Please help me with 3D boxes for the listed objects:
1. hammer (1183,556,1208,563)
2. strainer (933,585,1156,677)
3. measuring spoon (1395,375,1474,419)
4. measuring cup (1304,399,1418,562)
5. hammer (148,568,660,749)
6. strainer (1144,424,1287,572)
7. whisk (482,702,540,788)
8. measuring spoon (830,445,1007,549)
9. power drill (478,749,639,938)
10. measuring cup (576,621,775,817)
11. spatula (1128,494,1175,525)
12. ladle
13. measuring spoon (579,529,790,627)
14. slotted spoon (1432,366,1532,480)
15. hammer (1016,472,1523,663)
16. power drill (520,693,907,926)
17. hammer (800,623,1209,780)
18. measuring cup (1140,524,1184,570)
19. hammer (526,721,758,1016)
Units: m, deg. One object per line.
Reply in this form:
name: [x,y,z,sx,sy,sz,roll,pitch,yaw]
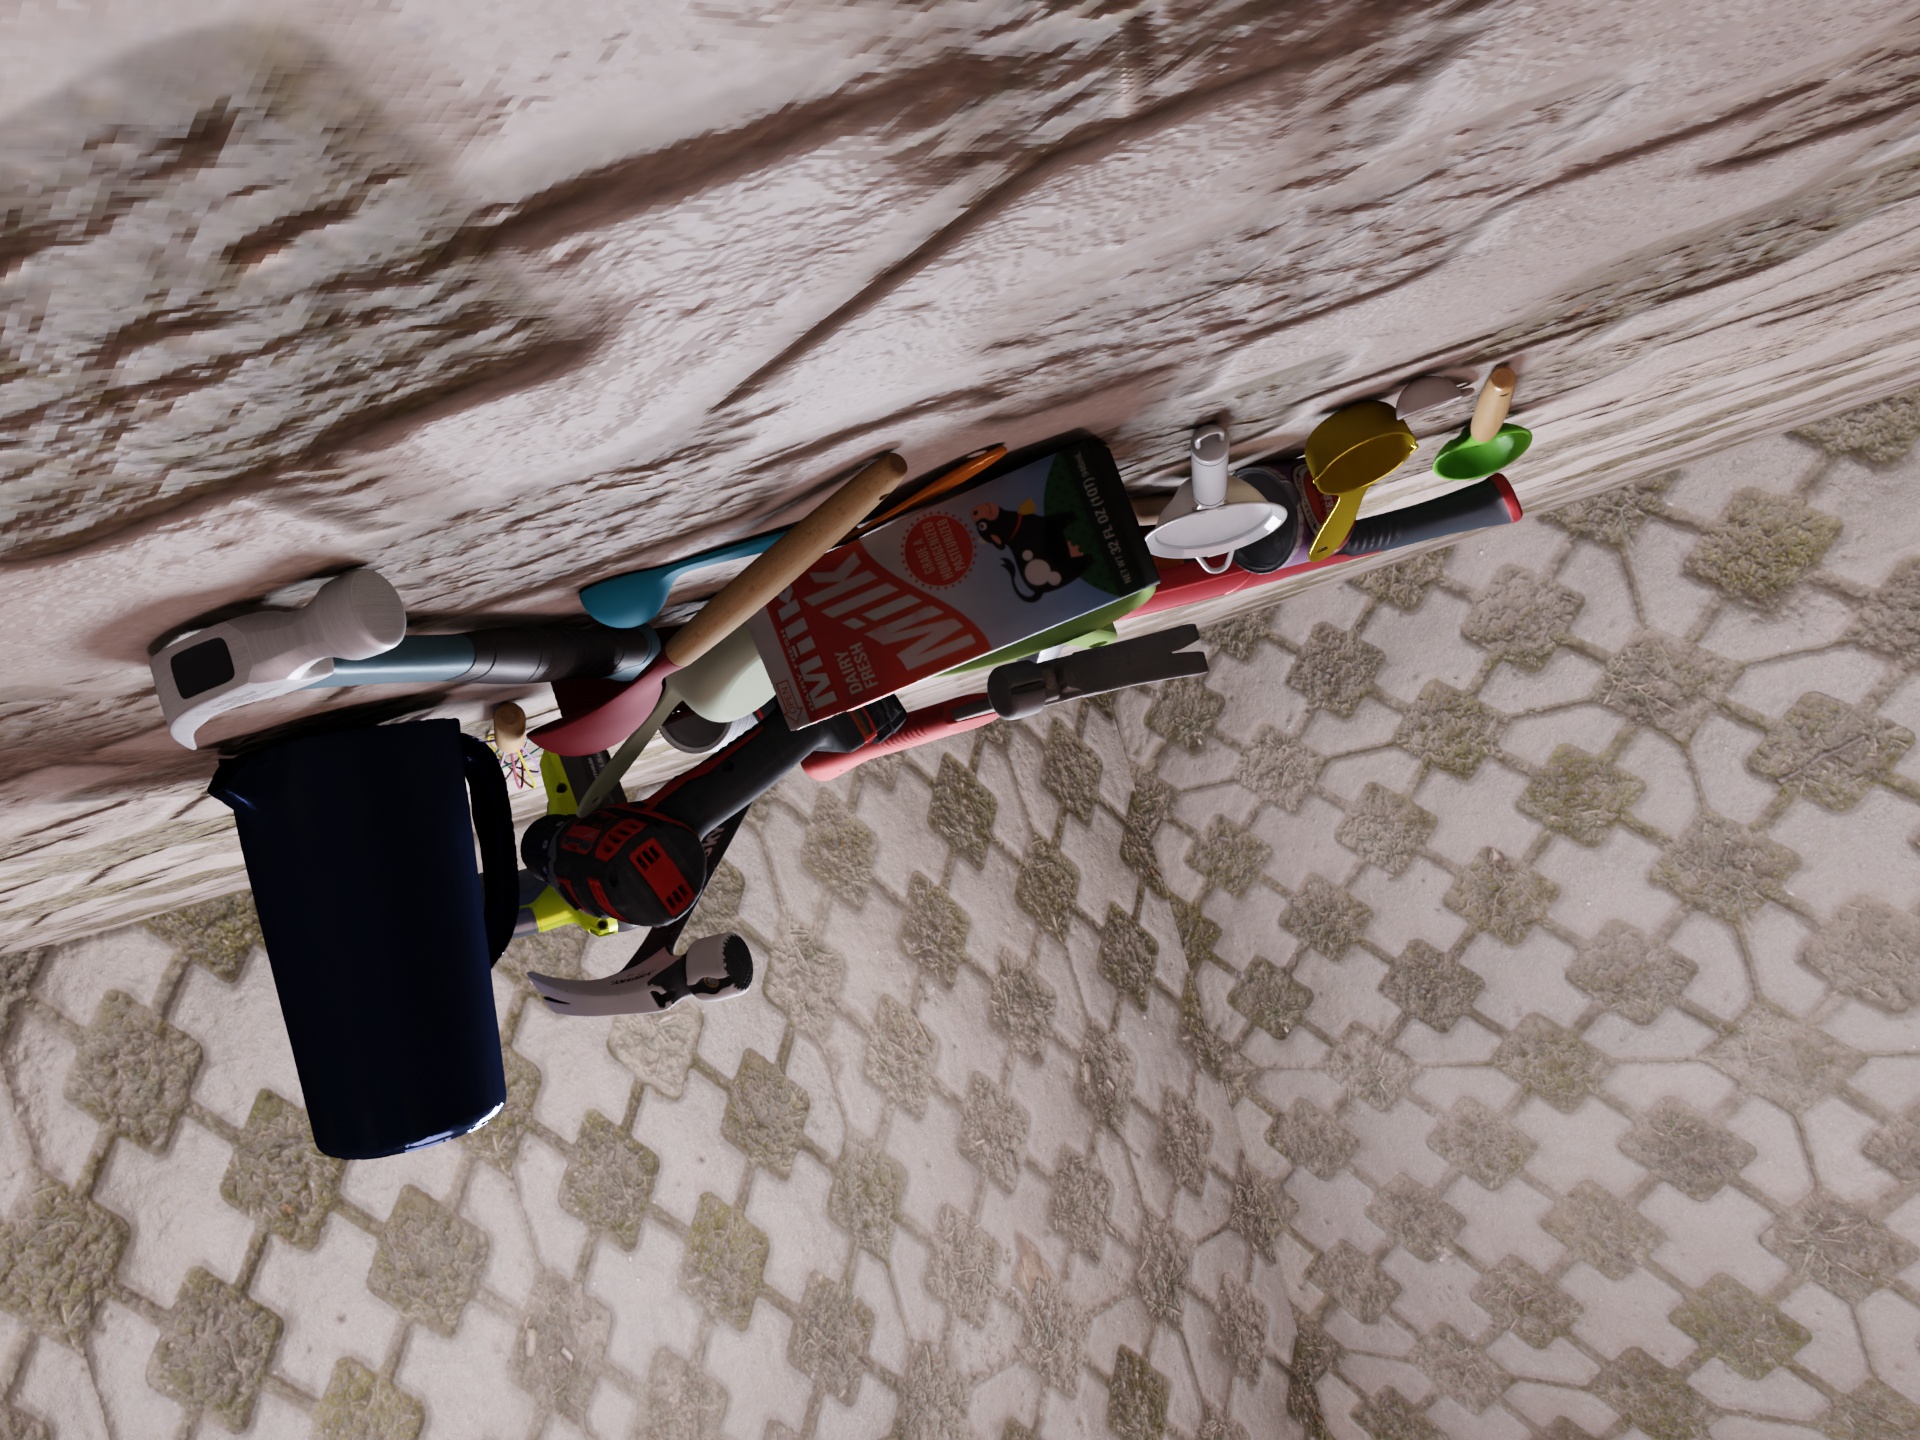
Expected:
hammer: [0.119,-0.108,1.521,0.146,0.035,0.335,-15,178,-34]
strainer: [0.042,-0.077,0.904,0.151,0.069,0.256,-20,174,18]
measuring spoon: [0.260,-0.179,0.862,0.034,0.018,0.124,-17,-175,29]
measuring cup: [0.215,-0.133,0.907,0.062,0.029,0.156,-19,162,-6]
hammer: [-0.219,-0.028,0.709,0.128,0.033,0.331,-18,178,15]
strainer: [0.139,-0.128,0.878,0.087,0.050,0.258,-12,174,8]
whisk: [-0.327,0.019,1.167,0.051,0.047,0.245,-15,175,-17]
measuring spoon: [-0.023,-0.100,0.707,0.117,0.011,0.021,-22,-178,42]
power drill: [-0.335,0.093,1.055,0.228,0.191,0.080,-19,170,-20]
measuring cup: [-0.151,0.001,0.885,0.167,0.038,0.083,-49,162,7]
spatula: [0.135,-0.134,1.009,0.060,0.018,0.316,-14,-179,30]
ladle: [-0.116,-0.043,0.729,0.069,0.031,0.315,-28,178,-44]
measuring spoon: [-0.111,-0.065,0.725,0.128,0.021,0.042,-15,179,7]
slotted spoon: [0.337,-0.190,1.013,0.070,0.031,0.313,-17,177,15]
hammer: [0.222,-0.104,1.107,0.386,0.038,0.143,-15,153,-19]
power drill: [-0.164,0.034,0.983,0.227,0.080,0.188,-43,-155,-26]
hammer: [-0.002,-0.003,1.059,0.149,0.037,0.359,-13,178,-33]
measuring cup: [0.100,-0.103,1.187,0.095,0.052,0.173,-16,180,-26]
hammer: [-0.150,0.054,1.060,0.149,0.036,0.409,-15,-153,22]
